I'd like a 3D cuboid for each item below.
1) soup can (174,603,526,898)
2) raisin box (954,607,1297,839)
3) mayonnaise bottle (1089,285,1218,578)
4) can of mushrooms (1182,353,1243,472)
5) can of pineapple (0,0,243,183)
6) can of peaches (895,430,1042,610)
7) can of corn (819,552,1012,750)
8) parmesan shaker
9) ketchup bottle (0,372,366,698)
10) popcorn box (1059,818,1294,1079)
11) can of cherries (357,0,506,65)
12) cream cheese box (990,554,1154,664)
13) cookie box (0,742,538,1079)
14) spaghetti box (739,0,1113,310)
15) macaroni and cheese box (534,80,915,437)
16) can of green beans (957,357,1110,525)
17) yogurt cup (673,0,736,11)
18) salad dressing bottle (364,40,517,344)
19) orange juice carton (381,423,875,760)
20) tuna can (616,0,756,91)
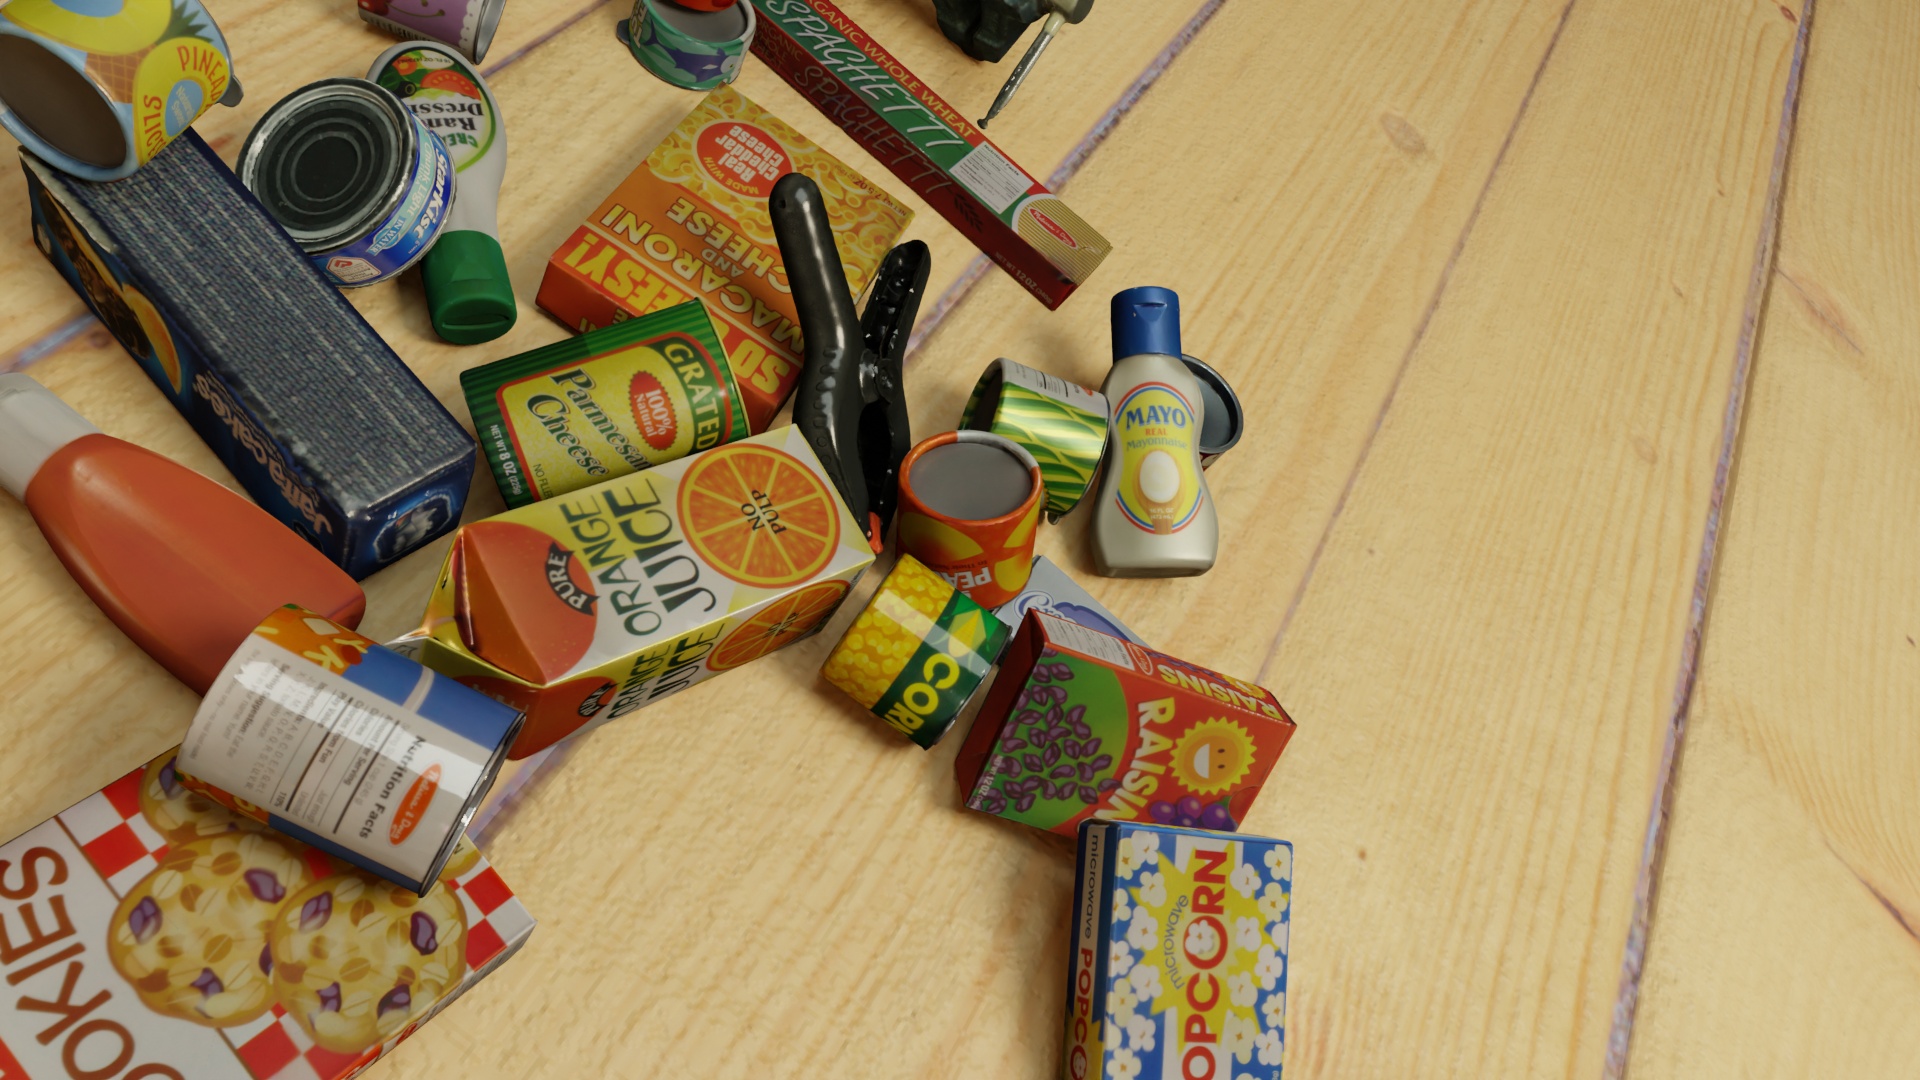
[{"bbox_3d":[-0.196,0.068,0.452,0.084,0.071,0.072,28,52,-9],"label":"soup can"},{"bbox_3d":[0.071,0.090,0.610,0.123,0.086,0.040,20,17,-16],"label":"raisin box"},{"bbox_3d":[0.097,-0.056,0.715,0.065,0.041,0.148,0,78,-2],"label":"mayonnaise bottle"},{"bbox_3d":[0.118,-0.069,0.771,0.071,0.033,0.071,13,56,-20],"label":"can of mushrooms"},{"bbox_3d":[-0.315,-0.174,0.513,0.071,0.070,0.058,29,51,-9],"label":"can of pineapple"},{"bbox_3d":[0.002,-0.008,0.642,0.071,0.057,0.071,3,45,-2],"label":"can of peaches"},{"bbox_3d":[-0.021,0.049,0.602,0.058,0.070,0.071,36,51,-3],"label":"can of corn"},{"bbox_3d":[-0.147,-0.053,0.584,0.103,0.071,0.071,-21,71,-14],"label":"parmesan shaker"},{"bbox_3d":[-0.296,-0.002,0.506,0.149,0.043,0.065,39,51,-1],"label":"ketchup bottle"},{"bbox_3d":[0.089,0.182,0.569,0.085,0.038,0.127,10,77,-22],"label":"popcorn box"},{"bbox_3d":[-0.256,-0.279,0.683,0.058,0.071,0.072,18,54,-16],"label":"can of cherries"},{"bbox_3d":[0.060,0.059,0.665,0.104,0.024,0.054,41,50,1],"label":"cream cheese box"},{"bbox_3d":[-0.245,0.134,0.449,0.123,0.040,0.168,49,51,7],"label":"cookie box"},{"bbox_3d":[-0.021,-0.232,0.802,0.250,0.028,0.050,41,51,1],"label":"spaghetti box"},{"bbox_3d":[-0.111,-0.141,0.692,0.124,0.040,0.167,33,51,-6],"label":"macaroni and cheese box"},{"bbox_3d":[0.034,-0.052,0.695,0.058,0.071,0.071,19,54,-16],"label":"can of green beans"},{"bbox_3d":[-0.136,-0.320,0.738,0.072,0.053,0.073,14,55,-20],"label":"yogurt cup"},{"bbox_3d":[-0.235,-0.159,0.636,0.064,0.043,0.148,-9,66,-25],"label":"salad dressing bottle"},{"bbox_3d":[-0.137,0.024,0.554,0.193,0.071,0.073,-22,72,-36],"label":"orange juice carton"},{"bbox_3d":[-0.150,-0.284,0.765,0.071,0.032,0.071,14,55,-20],"label":"tuna can"}]
